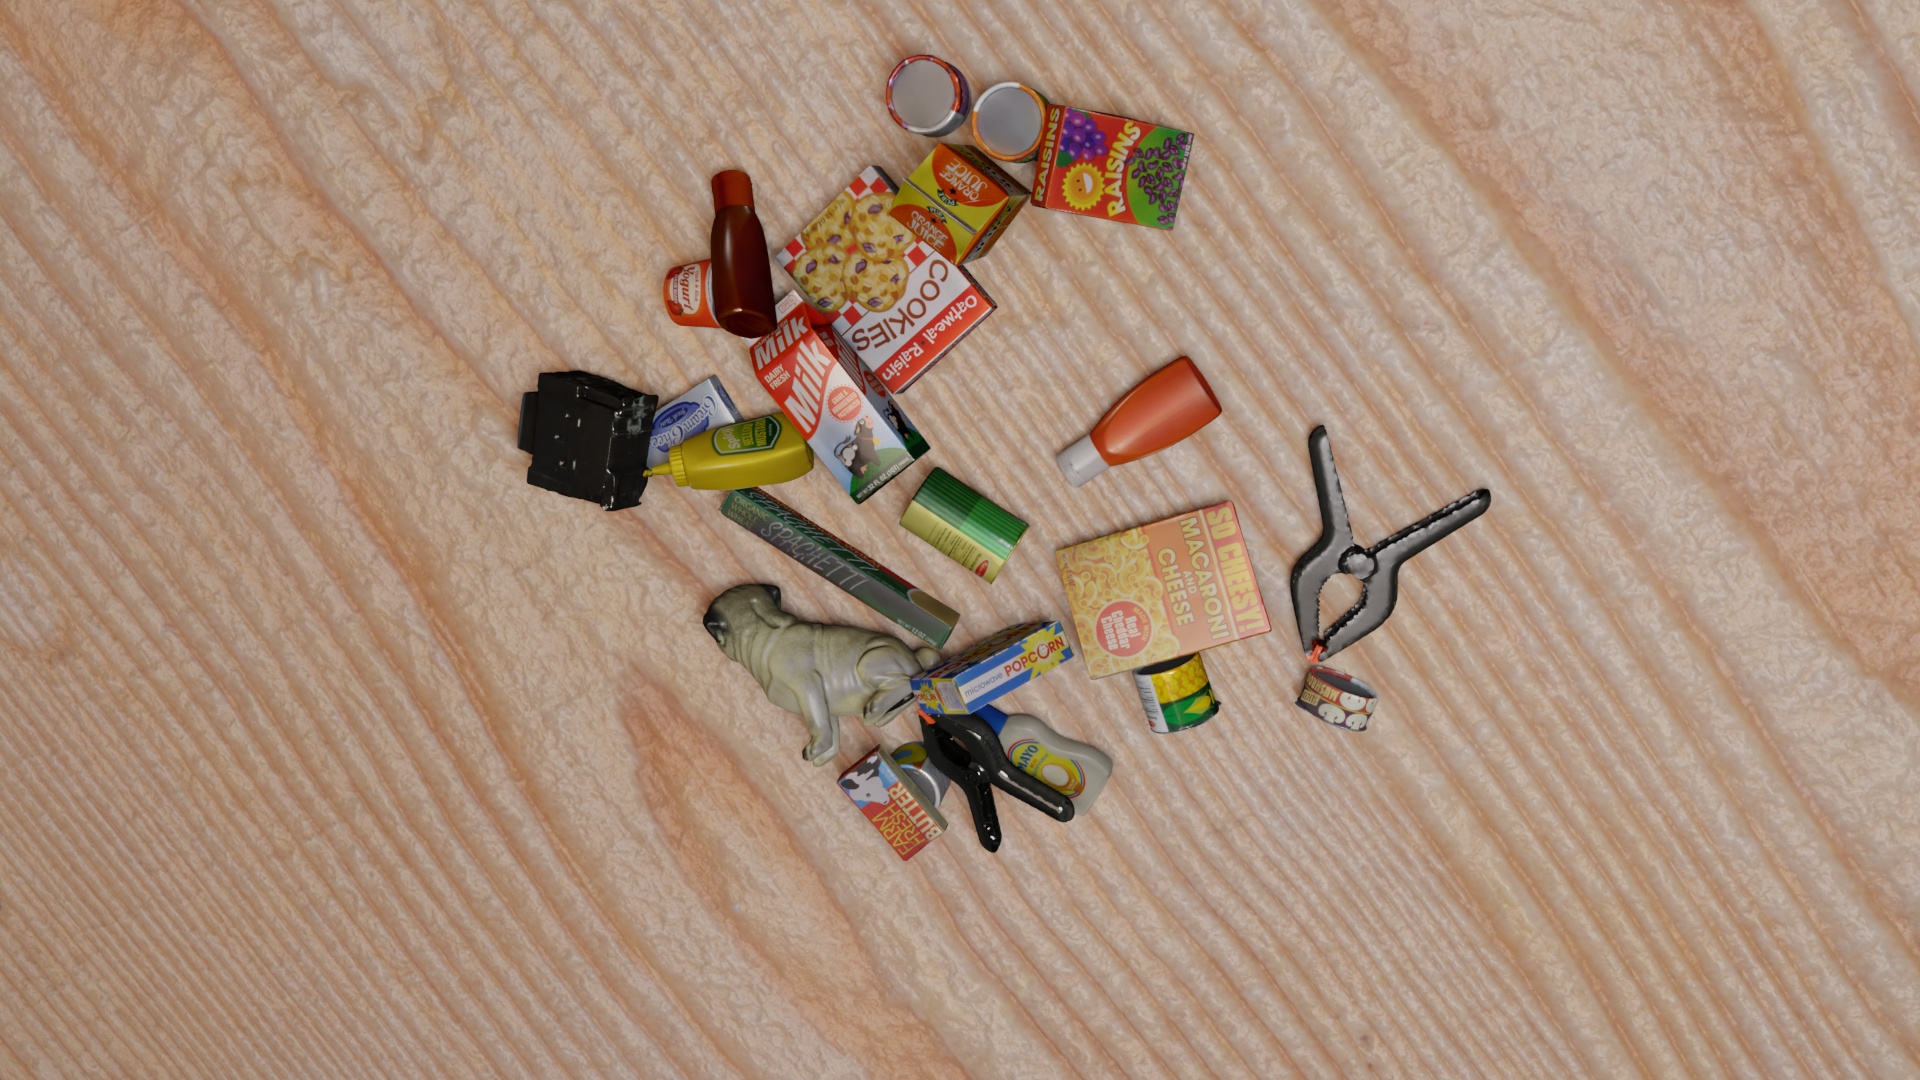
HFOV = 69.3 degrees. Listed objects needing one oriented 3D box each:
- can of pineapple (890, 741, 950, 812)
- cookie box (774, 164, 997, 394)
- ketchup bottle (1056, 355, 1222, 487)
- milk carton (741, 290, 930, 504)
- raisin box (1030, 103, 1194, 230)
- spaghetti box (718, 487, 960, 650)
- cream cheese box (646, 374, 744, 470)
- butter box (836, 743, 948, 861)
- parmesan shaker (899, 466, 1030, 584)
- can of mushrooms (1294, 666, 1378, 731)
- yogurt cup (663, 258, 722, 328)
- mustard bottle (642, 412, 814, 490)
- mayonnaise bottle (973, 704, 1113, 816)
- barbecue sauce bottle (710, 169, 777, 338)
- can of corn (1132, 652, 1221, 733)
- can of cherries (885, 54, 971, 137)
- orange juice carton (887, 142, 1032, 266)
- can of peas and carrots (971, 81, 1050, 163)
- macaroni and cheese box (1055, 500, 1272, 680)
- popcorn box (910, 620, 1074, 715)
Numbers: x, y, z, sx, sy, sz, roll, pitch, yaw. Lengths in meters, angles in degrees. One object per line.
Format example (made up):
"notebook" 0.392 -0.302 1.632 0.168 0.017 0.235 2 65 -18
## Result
"can of pineapple" -0.048 0.238 1.355 0.071 0.058 0.070 2 104 10
"cookie box" -0.066 -0.234 1.260 0.122 0.040 0.167 -40 92 16
"ketchup bottle" 0.157 -0.101 1.246 0.148 0.044 0.064 -33 94 16
"milk carton" -0.118 -0.133 1.275 0.072 0.074 0.190 -38 93 17
"raisin box" 0.128 -0.316 1.177 0.123 0.040 0.085 4 107 -22
"spaghetti box" -0.115 0.022 1.322 0.250 0.050 0.028 32 105 2
"cream cheese box" -0.264 -0.110 1.334 0.103 0.024 0.053 -30 97 16
"butter box" -0.064 0.249 1.316 0.053 0.024 0.103 -39 94 16
"parmesan shaker" 0.005 -0.016 1.281 0.103 0.071 0.071 33 107 2
"can of mushrooms" 0.339 0.142 1.255 0.071 0.071 0.033 21 105 5
"yogurt cup" -0.238 -0.227 1.282 0.054 0.072 0.072 -1 103 19
"mustard bottle" -0.219 -0.077 1.297 0.160 0.065 0.048 -11 136 -1
"mayonnaise bottle" 0.069 0.203 1.334 0.148 0.041 0.064 30 112 3
"barbecue sauce bottle" -0.199 -0.260 1.248 0.043 0.065 0.149 -16 73 24
"can of corn" 0.200 0.137 1.282 0.071 0.071 0.058 -18 99 14
"can of cherries" -0.029 -0.388 1.207 0.071 0.058 0.071 2 104 10
"orange juice carton" 0.000 -0.281 1.156 0.072 0.193 0.073 39 108 -1
"can of peas and carrots" 0.048 -0.358 1.200 0.071 0.059 0.070 3 104 11
"macaroni and cheese box" 0.184 0.046 1.261 0.166 0.040 0.124 -17 81 13
"popcorn box" 0.028 0.116 1.267 0.127 0.085 0.038 -25 96 -29
